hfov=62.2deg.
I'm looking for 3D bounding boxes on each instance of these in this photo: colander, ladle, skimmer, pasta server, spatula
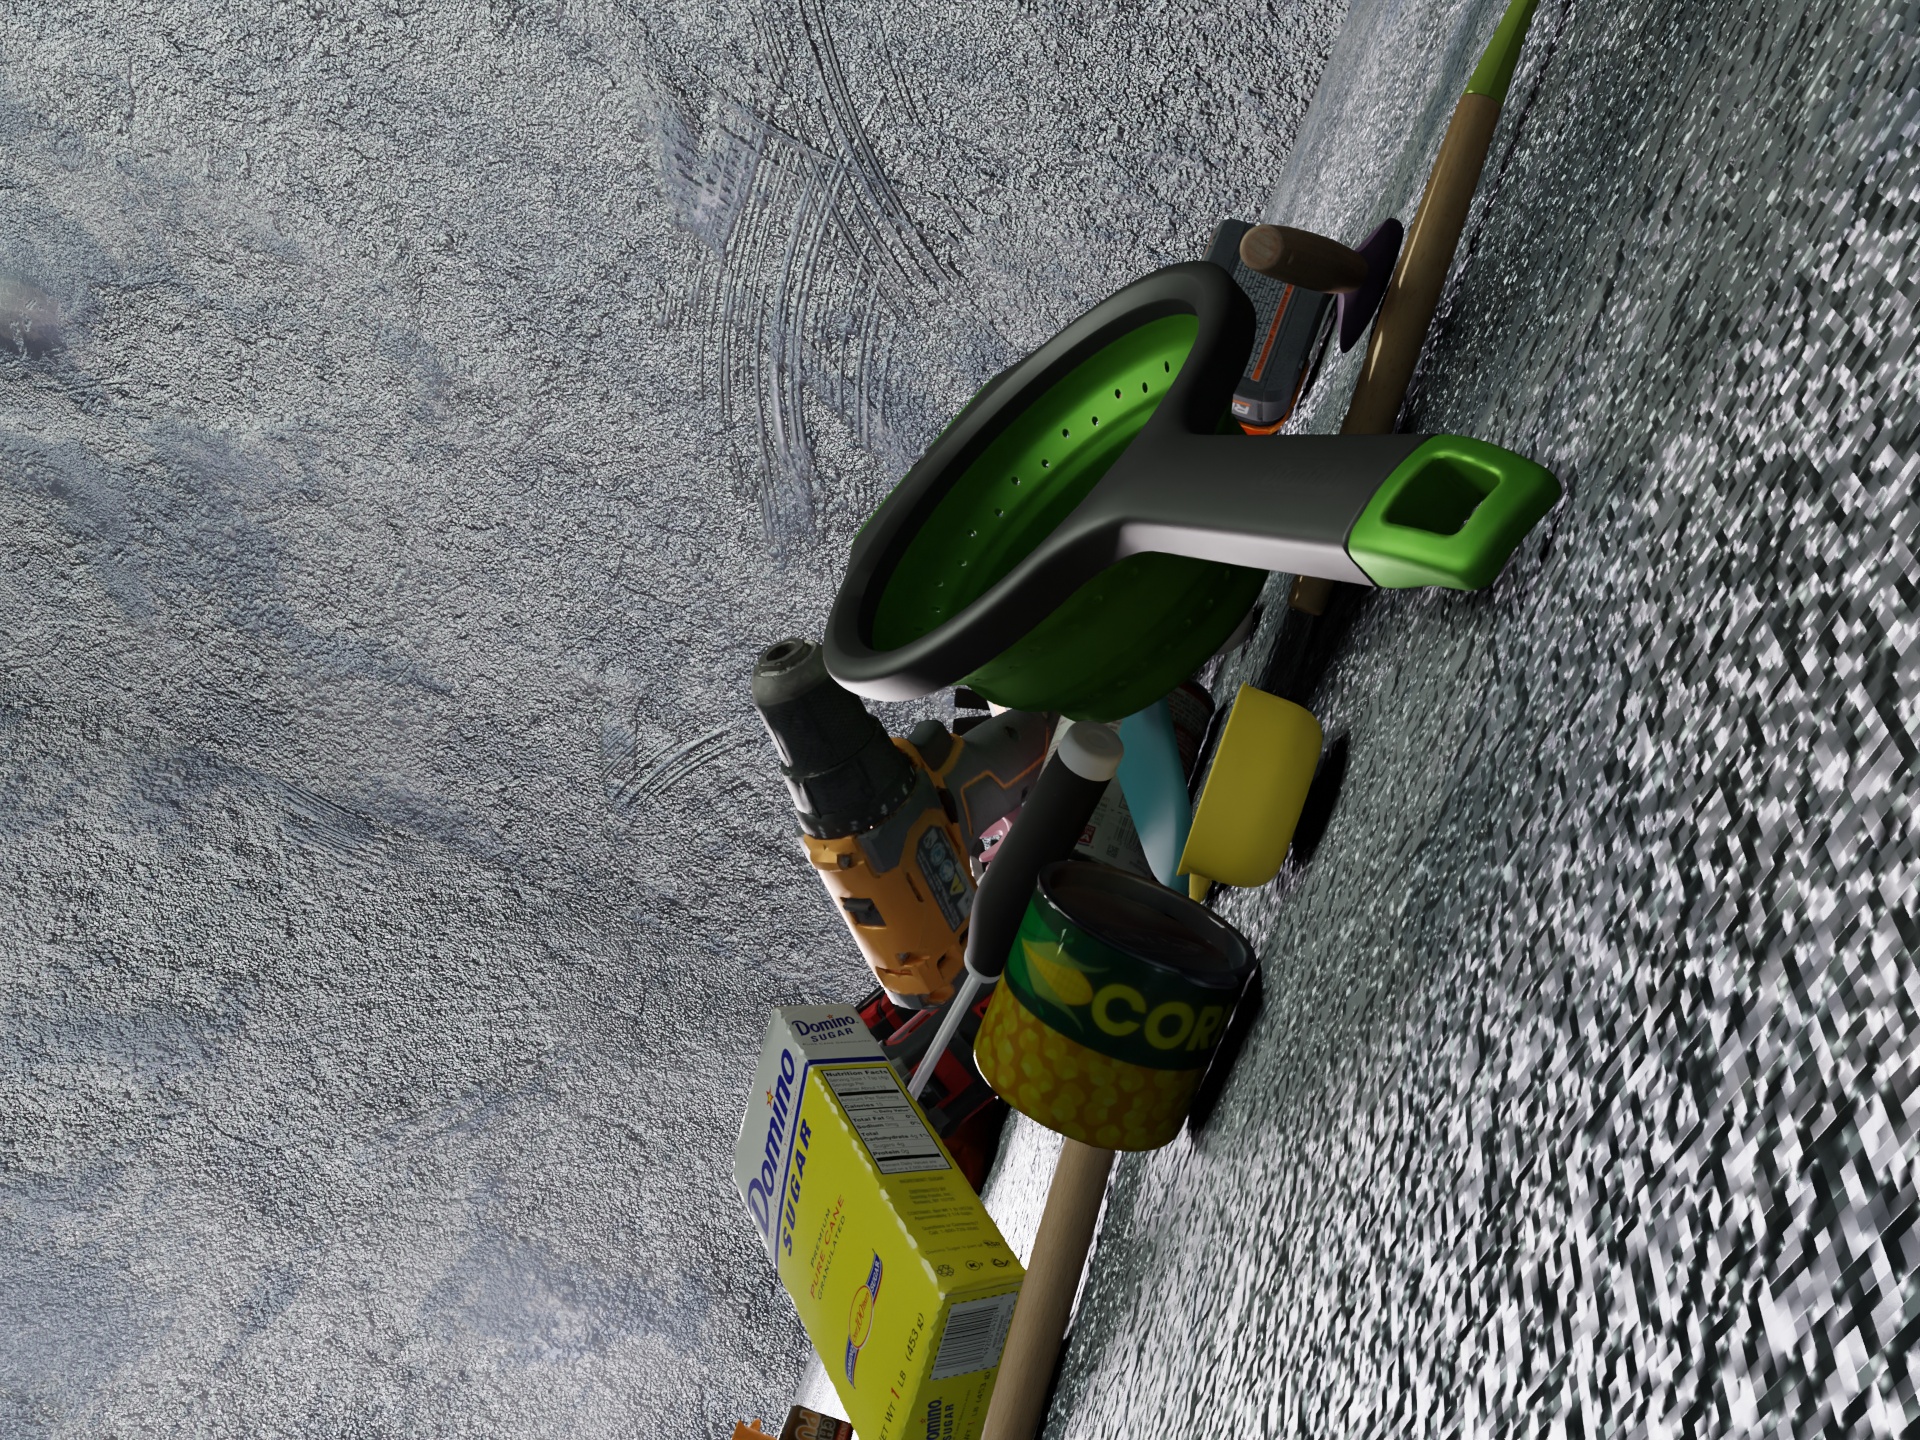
[{"bbox_3d":[0.076,-0.052,0.525,0.204,0.094,0.397,-50,21,-4],"label":"colander"},{"bbox_3d":[0.161,-0.194,0.556,0.078,0.062,0.320,-11,-60,-86],"label":"ladle"},{"bbox_3d":[0.018,0.147,0.675,0.127,0.090,0.363,-85,15,-52],"label":"skimmer"},{"bbox_3d":[0.034,0.093,0.979,0.316,0.040,0.060,-108,2,-79],"label":"pasta server"},{"bbox_3d":[0.044,0.120,0.568,0.082,0.044,0.318,102,-172,-56],"label":"spatula"},{"bbox_3d":[0.140,-0.166,0.592,0.316,0.018,0.059,-31,-38,-66],"label":"spatula"}]

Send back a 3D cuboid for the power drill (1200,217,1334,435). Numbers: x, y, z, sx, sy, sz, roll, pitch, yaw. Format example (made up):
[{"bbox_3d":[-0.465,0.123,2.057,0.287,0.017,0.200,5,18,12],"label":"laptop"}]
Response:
[{"bbox_3d":[0.167,-0.210,1.002,0.226,0.084,0.164,96,-165,-70],"label":"power drill"}]

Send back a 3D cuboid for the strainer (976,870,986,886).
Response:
[{"bbox_3d":[0.037,0.135,1.083,0.256,0.069,0.151,101,-170,-74],"label":"strainer"}]

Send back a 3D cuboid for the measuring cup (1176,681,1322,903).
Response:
[{"bbox_3d":[0.090,0.037,0.502,0.156,0.029,0.062,73,-142,-69],"label":"measuring cup"}]

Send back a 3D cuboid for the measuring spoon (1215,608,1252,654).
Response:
[{"bbox_3d":[0.140,-0.063,0.773,0.124,0.018,0.034,-53,-14,-58],"label":"measuring spoon"}]

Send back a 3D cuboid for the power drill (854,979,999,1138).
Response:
[{"bbox_3d":[-0.027,0.199,0.916,0.188,0.080,0.226,-40,-1,-1],"label":"power drill"}]

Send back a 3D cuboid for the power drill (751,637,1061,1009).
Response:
[{"bbox_3d":[-0.001,-0.002,0.763,0.226,0.084,0.185,-50,-55,-39],"label":"power drill"}]

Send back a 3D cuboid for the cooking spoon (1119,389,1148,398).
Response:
[{"bbox_3d":[0.119,-0.151,0.850,0.319,0.017,0.068,-117,14,-66],"label":"cooking spoon"}]

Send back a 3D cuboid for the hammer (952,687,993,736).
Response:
[{"bbox_3d":[0.054,0.044,0.932,0.337,0.127,0.034,-84,0,-73],"label":"hammer"}]

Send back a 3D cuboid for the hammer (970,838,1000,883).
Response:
[{"bbox_3d":[-0.002,0.244,1.186,0.359,0.037,0.149,-72,-21,-58],"label":"hammer"}]

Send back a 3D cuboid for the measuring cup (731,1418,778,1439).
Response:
[{"bbox_3d":[-0.095,0.386,0.785,0.173,0.052,0.095,68,-139,-84],"label":"measuring cup"}]
